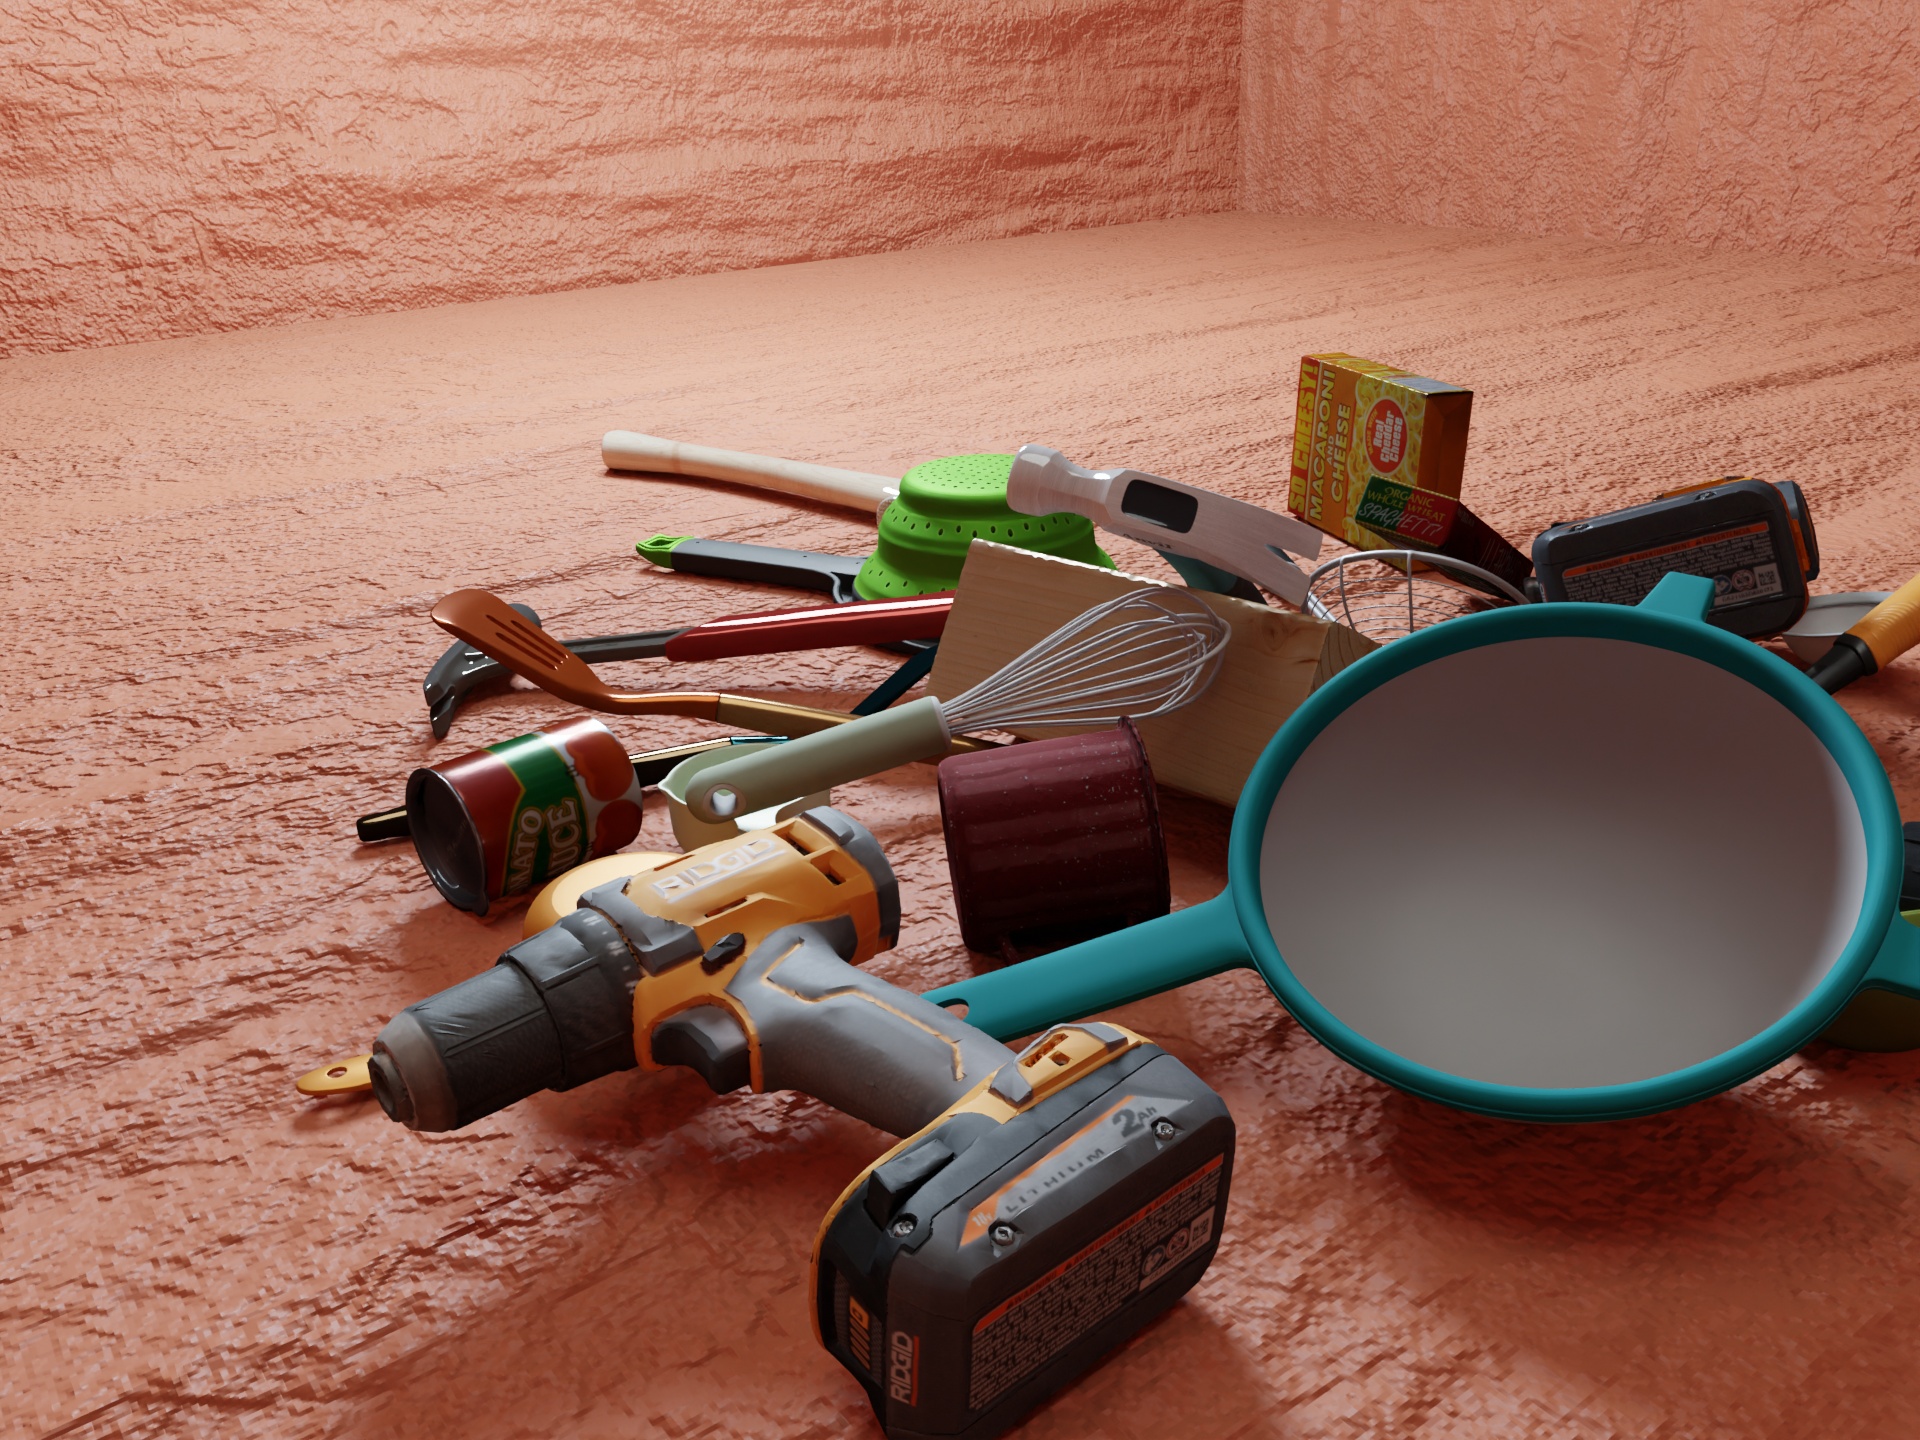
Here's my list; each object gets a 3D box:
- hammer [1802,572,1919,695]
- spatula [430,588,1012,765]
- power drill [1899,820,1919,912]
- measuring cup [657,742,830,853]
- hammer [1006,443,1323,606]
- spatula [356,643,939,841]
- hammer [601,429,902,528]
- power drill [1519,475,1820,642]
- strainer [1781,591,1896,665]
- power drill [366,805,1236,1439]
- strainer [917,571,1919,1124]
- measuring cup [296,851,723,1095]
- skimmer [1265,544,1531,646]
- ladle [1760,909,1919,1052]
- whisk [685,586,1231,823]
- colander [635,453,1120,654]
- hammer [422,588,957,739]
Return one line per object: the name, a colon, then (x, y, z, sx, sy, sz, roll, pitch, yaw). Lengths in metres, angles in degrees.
hammer: (0.445, -0.044, 0.753, 0.337, 0.034, 0.127, -29, 2, -26)
spatula: (-0.092, -0.010, 0.776, 0.322, 0.041, 0.081, 11, 14, -4)
power drill: (0.452, 0.045, 0.645, 0.191, 0.080, 0.228, 14, 30, 36)
measuring cup: (-0.089, 0.060, 0.703, 0.083, 0.038, 0.168, -6, 25, -10)
hammer: (0.128, -0.073, 0.808, 0.128, 0.033, 0.331, 18, 0, 19)
spatula: (-0.145, 0.010, 0.815, 0.317, 0.044, 0.082, -13, 1, -20)
hammer: (-0.149, -0.209, 1.339, 0.411, 0.038, 0.146, 16, 27, 36)
power drill: (0.382, -0.081, 0.880, 0.164, 0.084, 0.226, -14, 2, 29)
strainer: (0.510, -0.045, 0.828, 0.087, 0.050, 0.258, -15, 7, -7)
power drill: (-0.055, 0.115, 0.486, 0.185, 0.084, 0.226, -21, 36, -36)
strainer: (0.149, 0.084, 0.572, 0.340, 0.095, 0.211, -19, 44, 10)
measuring cup: (-0.163, 0.096, 0.602, 0.173, 0.052, 0.095, -12, 25, -27)
skimmer: (0.234, -0.097, 0.976, 0.127, 0.090, 0.363, 26, 16, -14)
ladle: (0.257, 0.055, 0.664, 0.078, 0.062, 0.320, 15, 7, -36)
whisk: (-0.001, -0.002, 0.685, 0.246, 0.057, 0.059, -18, 25, 0)
colander: (-0.056, -0.130, 1.069, 0.397, 0.094, 0.204, 10, 26, 25)
hammer: (-0.122, -0.047, 0.925, 0.359, 0.036, 0.149, -5, 23, 4)
